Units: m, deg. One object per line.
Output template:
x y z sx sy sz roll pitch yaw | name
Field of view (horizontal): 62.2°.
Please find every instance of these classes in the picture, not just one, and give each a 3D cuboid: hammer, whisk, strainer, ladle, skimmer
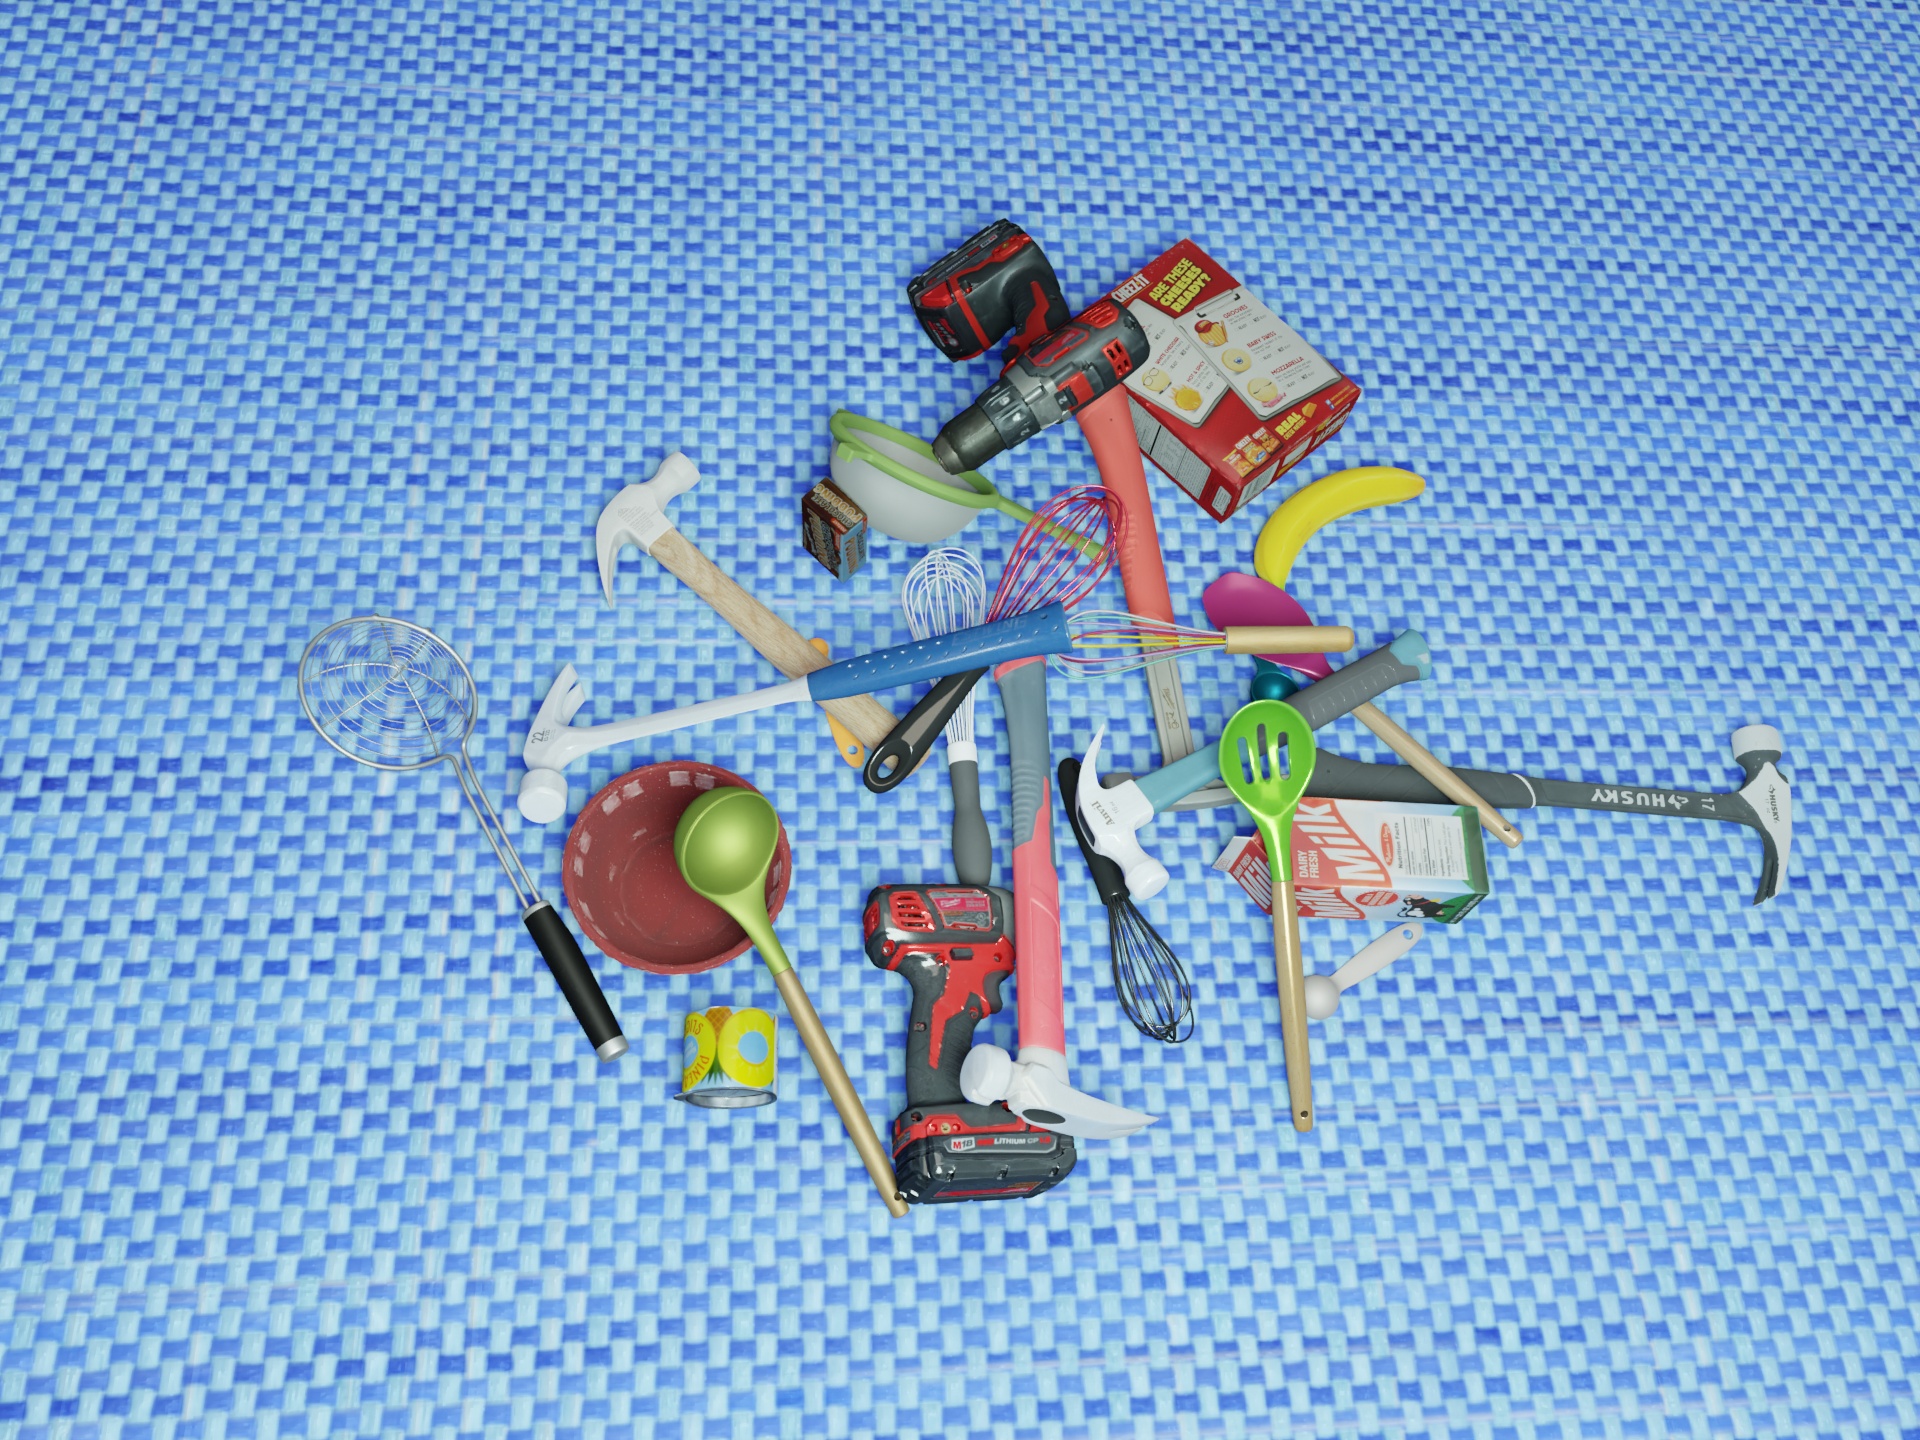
-0.121 -0.026 1.158 0.405 0.035 0.144 -13 40 3 | hammer
0.025 -0.062 1.199 0.073 0.073 0.296 38 82 10 | whisk
-0.002 -0.166 1.303 0.256 0.152 0.069 24 108 -14 | strainer
0.468 0.063 1.270 0.409 0.036 0.149 4 66 -5 | hammer
-0.106 0.194 1.086 0.078 0.062 0.320 -26 89 -31 | ladle
0.160 -0.104 1.283 0.149 0.036 0.359 -6 75 -9 | hammer
-0.348 0.087 1.130 0.127 0.090 0.363 -37 75 16 | skimmer
0.119 0.131 1.192 0.055 0.055 0.239 -13 63 -12 | whisk
-0.001 -0.004 1.234 0.070 0.070 0.285 -4 71 -9 | whisk
0.183 -0.060 1.226 0.245 0.047 0.051 -1 73 -4 | whisk
0.230 0.012 1.210 0.331 0.033 0.128 -26 60 -20 | hammer
-0.156 -0.070 1.247 0.331 0.031 0.130 41 73 13 | hammer
0.066 0.111 1.156 0.143 0.038 0.387 23 46 -26 | hammer

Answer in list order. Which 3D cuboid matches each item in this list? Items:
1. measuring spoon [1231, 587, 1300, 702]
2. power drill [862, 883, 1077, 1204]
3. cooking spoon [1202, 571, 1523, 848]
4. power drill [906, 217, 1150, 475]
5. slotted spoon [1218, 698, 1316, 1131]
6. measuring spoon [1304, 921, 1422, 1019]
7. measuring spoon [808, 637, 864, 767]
0.245 -0.054 1.309 0.042 0.021 0.129 -6 57 -12 | measuring spoon
0.011 0.219 1.118 0.143 0.078 0.220 2 61 -18 | power drill
0.318 -0.010 1.265 0.069 0.017 0.319 -38 68 -19 | cooking spoon
0.032 -0.302 1.302 0.188 0.080 0.227 -35 43 3 | power drill
0.231 0.141 1.145 0.070 0.031 0.314 -6 92 1 | slotted spoon
0.305 0.184 1.203 0.124 0.018 0.034 -29 72 -19 | measuring spoon
-0.098 -0.016 1.249 0.021 0.011 0.117 -16 68 -13 | measuring spoon
